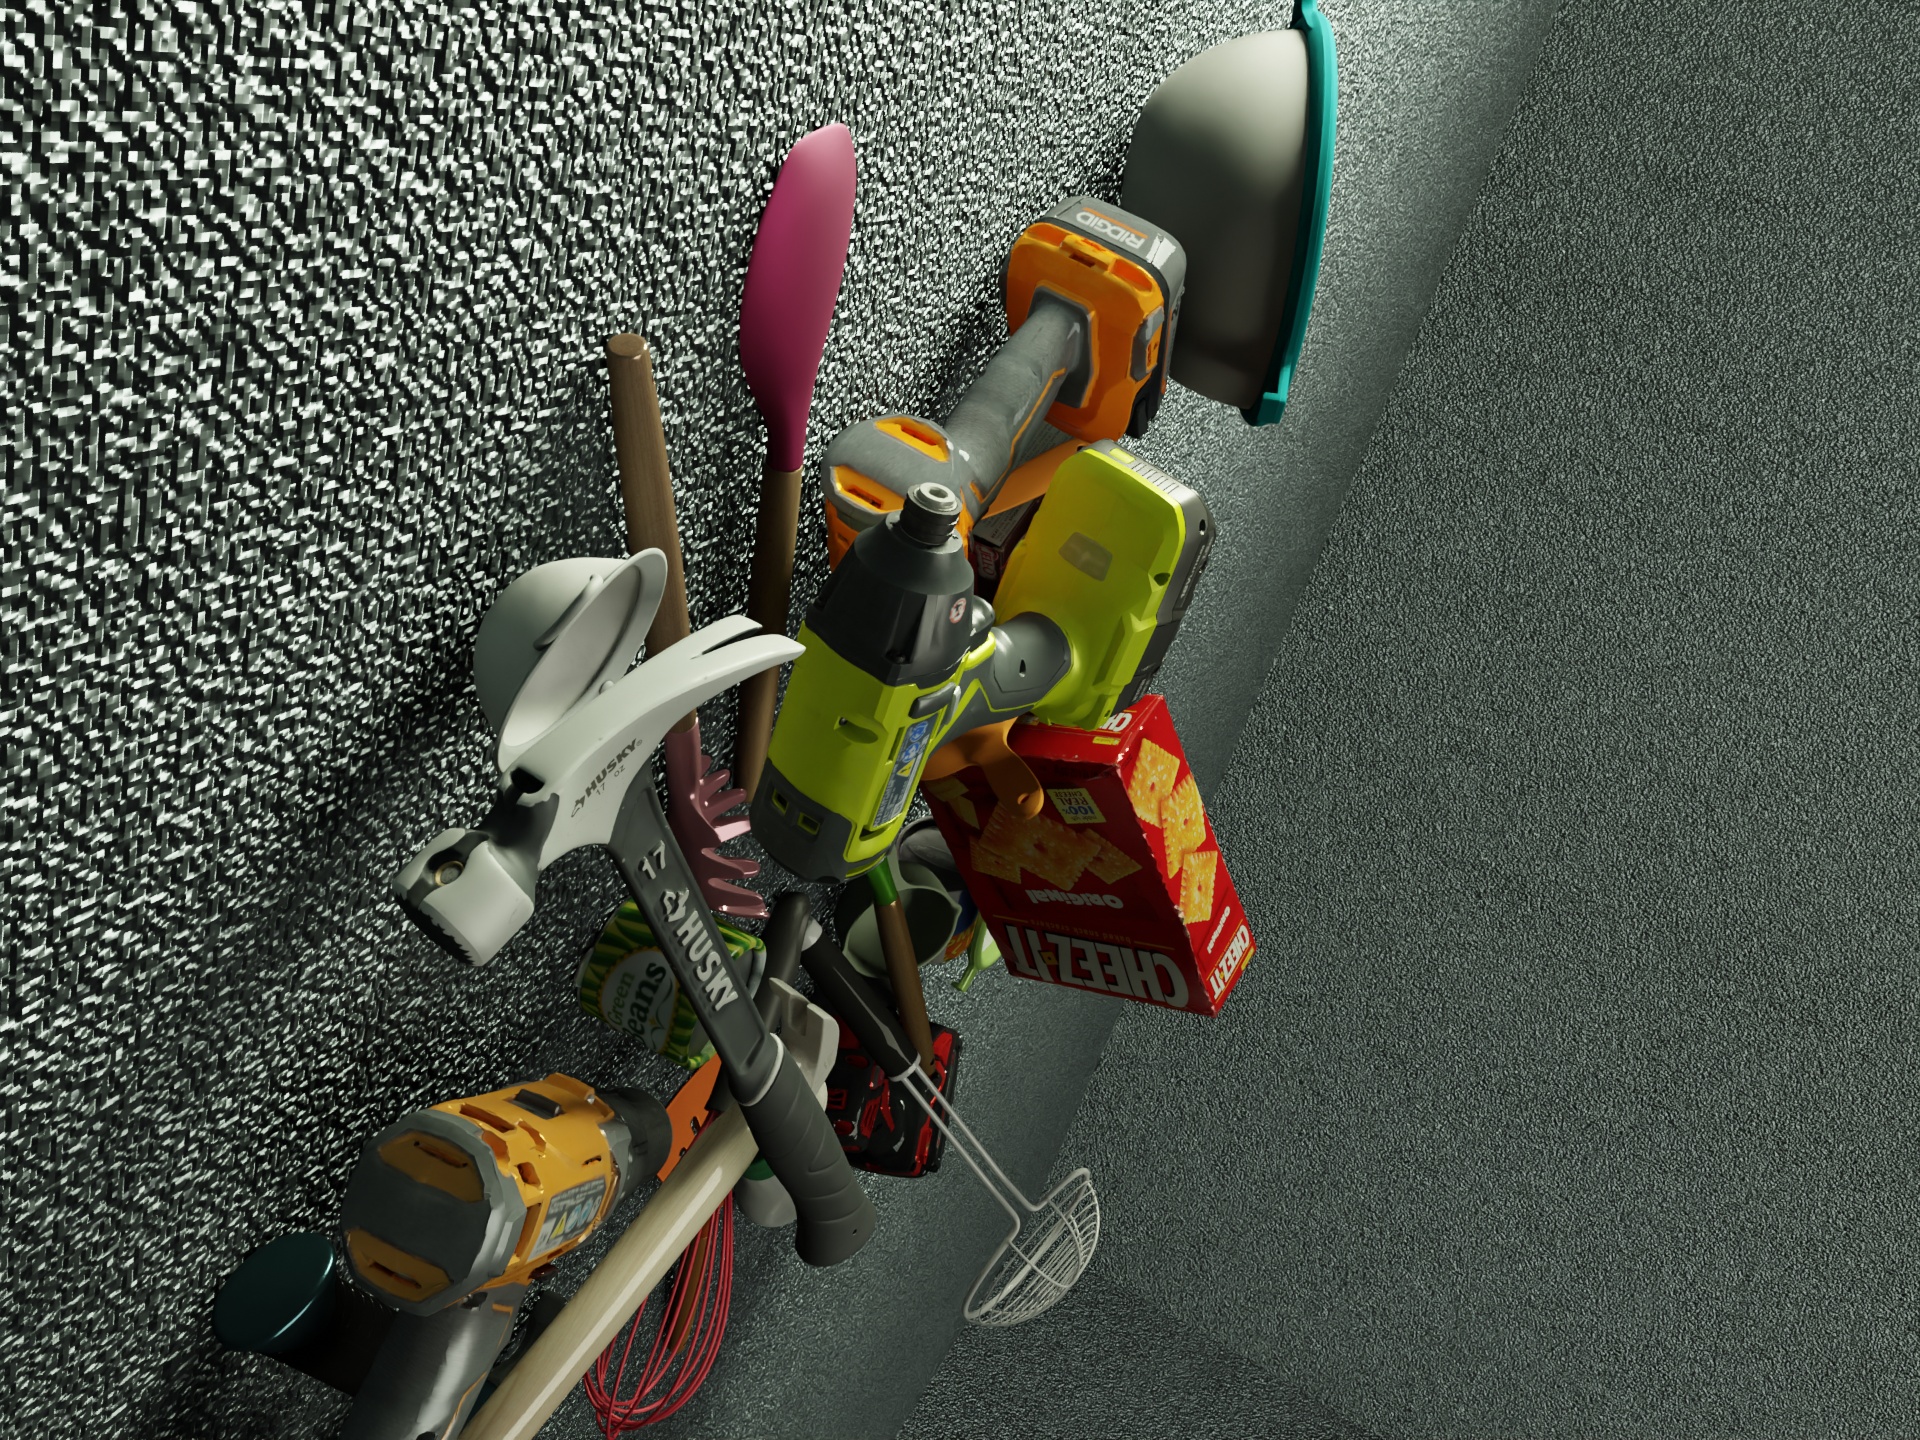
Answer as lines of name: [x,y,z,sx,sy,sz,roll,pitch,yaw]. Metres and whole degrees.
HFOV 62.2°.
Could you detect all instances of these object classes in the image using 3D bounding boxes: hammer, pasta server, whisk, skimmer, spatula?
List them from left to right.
hammer: [-0.235,0.276,0.677,0.128,0.033,0.330,-57,164,-27]
hammer: [-0.187,0.289,0.689,0.411,0.038,0.146,-50,165,-29]
spatula: [-0.173,0.325,1.001,0.081,0.041,0.322,-50,164,-43]
pasta server: [-0.104,-0.019,0.618,0.316,0.040,0.060,94,-15,-51]
whisk: [-0.132,0.229,0.848,0.073,0.073,0.296,80,26,-66]
hammer: [-0.083,0.125,0.633,0.149,0.036,0.408,-49,150,-26]
skimmer: [-0.019,0.256,1.025,0.127,0.090,0.363,-43,115,-20]

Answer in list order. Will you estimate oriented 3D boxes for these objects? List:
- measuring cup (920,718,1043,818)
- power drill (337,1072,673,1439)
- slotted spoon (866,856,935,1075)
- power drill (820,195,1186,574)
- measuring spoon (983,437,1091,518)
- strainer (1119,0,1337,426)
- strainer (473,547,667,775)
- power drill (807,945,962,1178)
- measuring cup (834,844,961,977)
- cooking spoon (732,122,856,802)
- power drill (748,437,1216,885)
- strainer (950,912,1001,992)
measuring cup: [-0.001,-0.003,0.804,0.095,0.052,0.174,-41,-154,2]
power drill: [-0.183,0.240,0.588,0.185,0.084,0.226,27,83,-78]
slotted spoon: [-0.043,0.124,0.965,0.070,0.031,0.313,-51,147,-35]
power drill: [0.017,-0.127,0.773,0.226,0.084,0.164,-52,162,-25]
measuring spoon: [0.037,-0.132,0.875,0.117,0.021,0.011,-32,-177,-28]
strainer: [0.135,-0.328,0.830,0.211,0.095,0.340,-82,176,-73]
strainer: [-0.130,0.003,0.565,0.087,0.050,0.258,-54,169,-21]
power drill: [-0.060,0.238,1.108,0.219,0.078,0.143,67,31,-64]
measuring cup: [-0.051,0.089,0.985,0.083,0.038,0.167,-21,129,-12]
cooking spoon: [-0.074,-0.083,0.648,0.069,0.017,0.318,-47,158,-46]
power drill: [0.014,-0.040,0.677,0.223,0.080,0.171,-28,147,-49]
strainer: [0.041,0.087,1.240,0.256,0.069,0.151,-44,154,-57]
